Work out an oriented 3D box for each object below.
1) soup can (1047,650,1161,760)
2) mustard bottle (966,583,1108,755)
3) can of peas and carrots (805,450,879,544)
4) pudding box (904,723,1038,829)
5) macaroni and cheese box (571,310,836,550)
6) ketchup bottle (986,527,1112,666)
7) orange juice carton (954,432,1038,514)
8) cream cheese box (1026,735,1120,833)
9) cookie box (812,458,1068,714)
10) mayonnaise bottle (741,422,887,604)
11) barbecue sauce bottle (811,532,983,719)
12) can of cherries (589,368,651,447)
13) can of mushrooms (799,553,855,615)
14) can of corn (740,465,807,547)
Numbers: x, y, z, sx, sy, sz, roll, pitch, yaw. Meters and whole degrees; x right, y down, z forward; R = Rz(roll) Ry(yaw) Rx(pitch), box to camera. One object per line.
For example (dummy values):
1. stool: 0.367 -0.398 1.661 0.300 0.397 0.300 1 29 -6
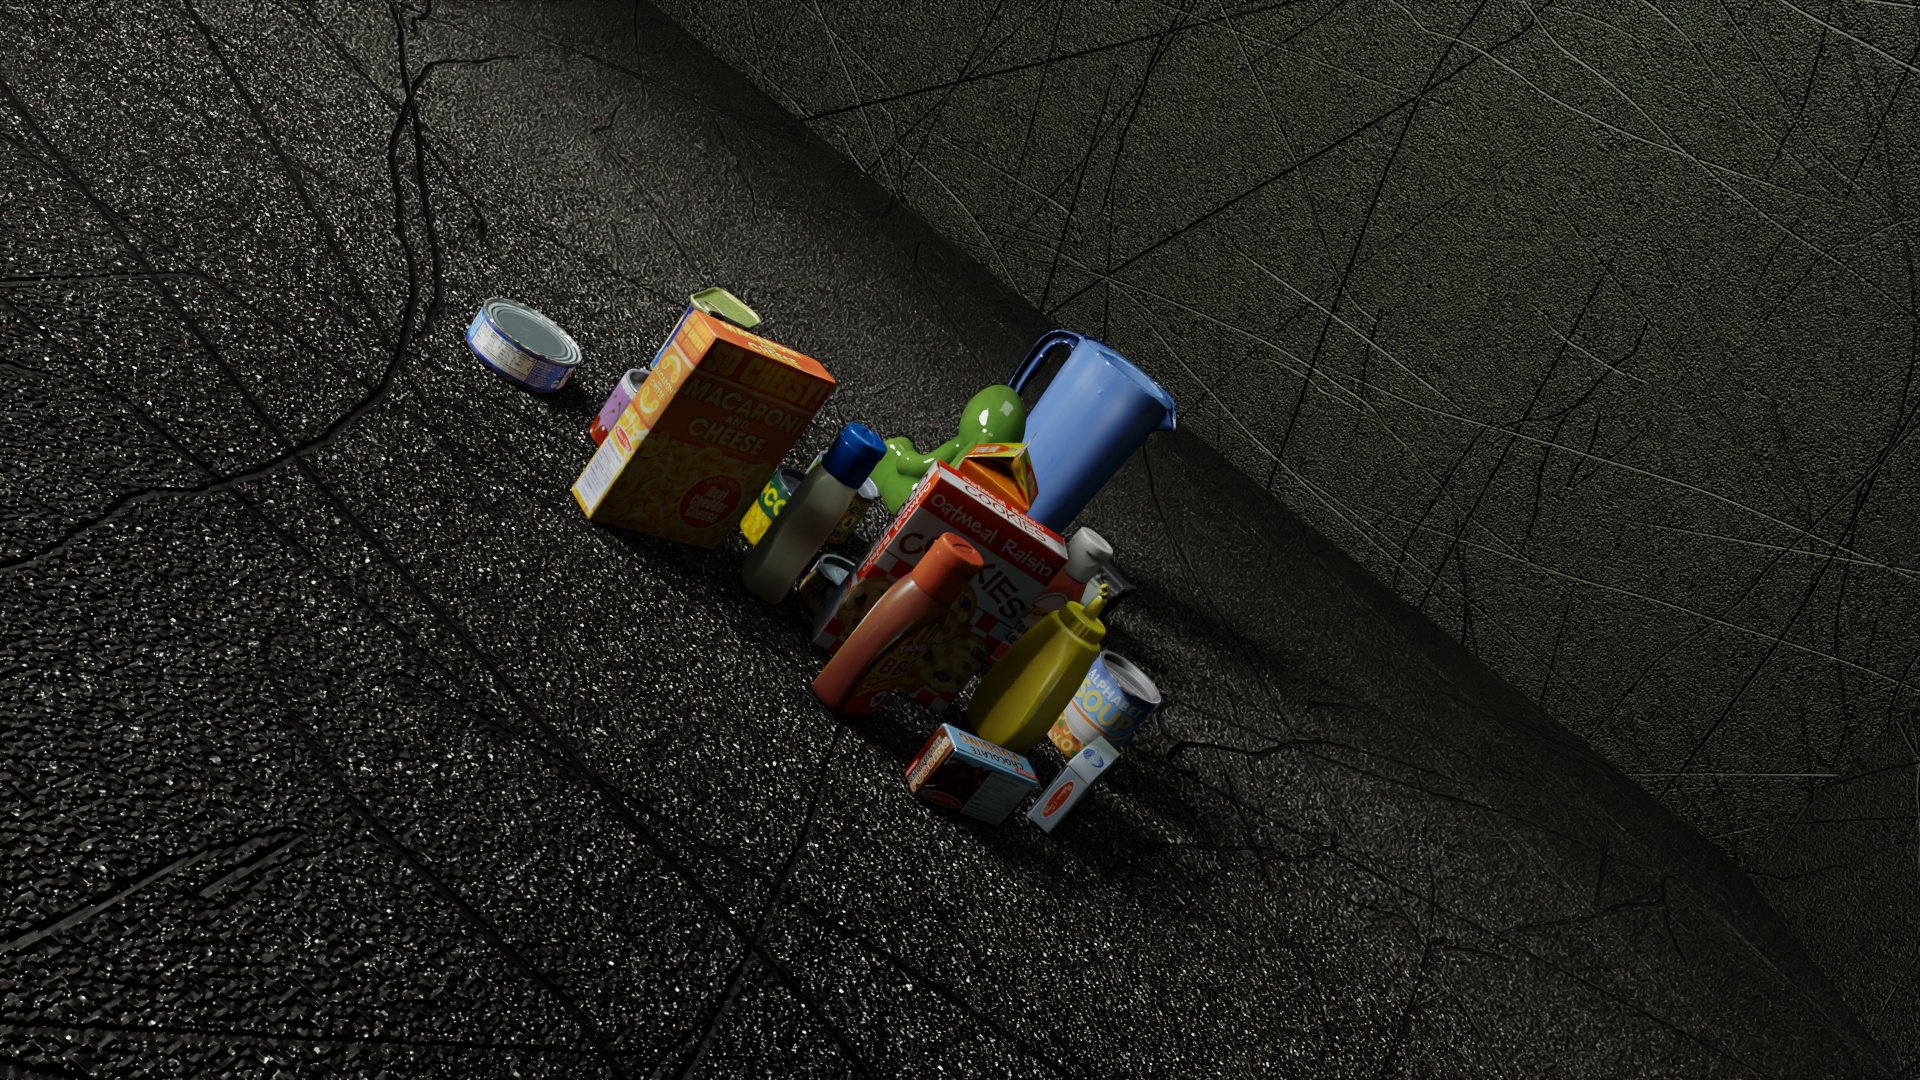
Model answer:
1. soup can: 0.122 0.149 1.205 0.071 0.083 0.071 35 17 -12
2. mustard bottle: 0.071 0.098 1.101 0.049 0.159 0.065 19 25 -49
3. can of peas and carrots: -0.114 -0.037 1.249 0.071 0.058 0.071 35 17 -12
4. pudding box: 0.008 0.167 0.983 0.083 0.049 0.030 27 20 -33
5. macaroni and cheese box: -0.187 -0.077 1.019 0.124 0.166 0.040 17 26 -50
6. ketchup bottle: 0.077 0.054 1.247 0.064 0.148 0.044 32 17 -20
7. orange juice carton: 0.004 -0.015 1.204 0.073 0.192 0.072 38 16 0
8. cream cheese box: 0.089 0.189 1.084 0.024 0.053 0.104 42 17 12
9. cookie box: -0.016 0.037 1.069 0.123 0.167 0.040 33 17 -19
10. mayonnaise bottle: -0.112 -0.022 1.062 0.041 0.147 0.065 33 17 -16
11. barbecue sauce bottle: -0.042 0.061 0.988 0.044 0.148 0.065 46 18 25
12. can of cherries: -0.255 -0.096 1.117 0.071 0.058 0.072 35 17 -12
13. can of mushrooms: -0.096 0.043 1.121 0.071 0.033 0.071 35 17 -12
14. can of corn: -0.141 -0.019 1.149 0.071 0.058 0.071 35 17 -12
